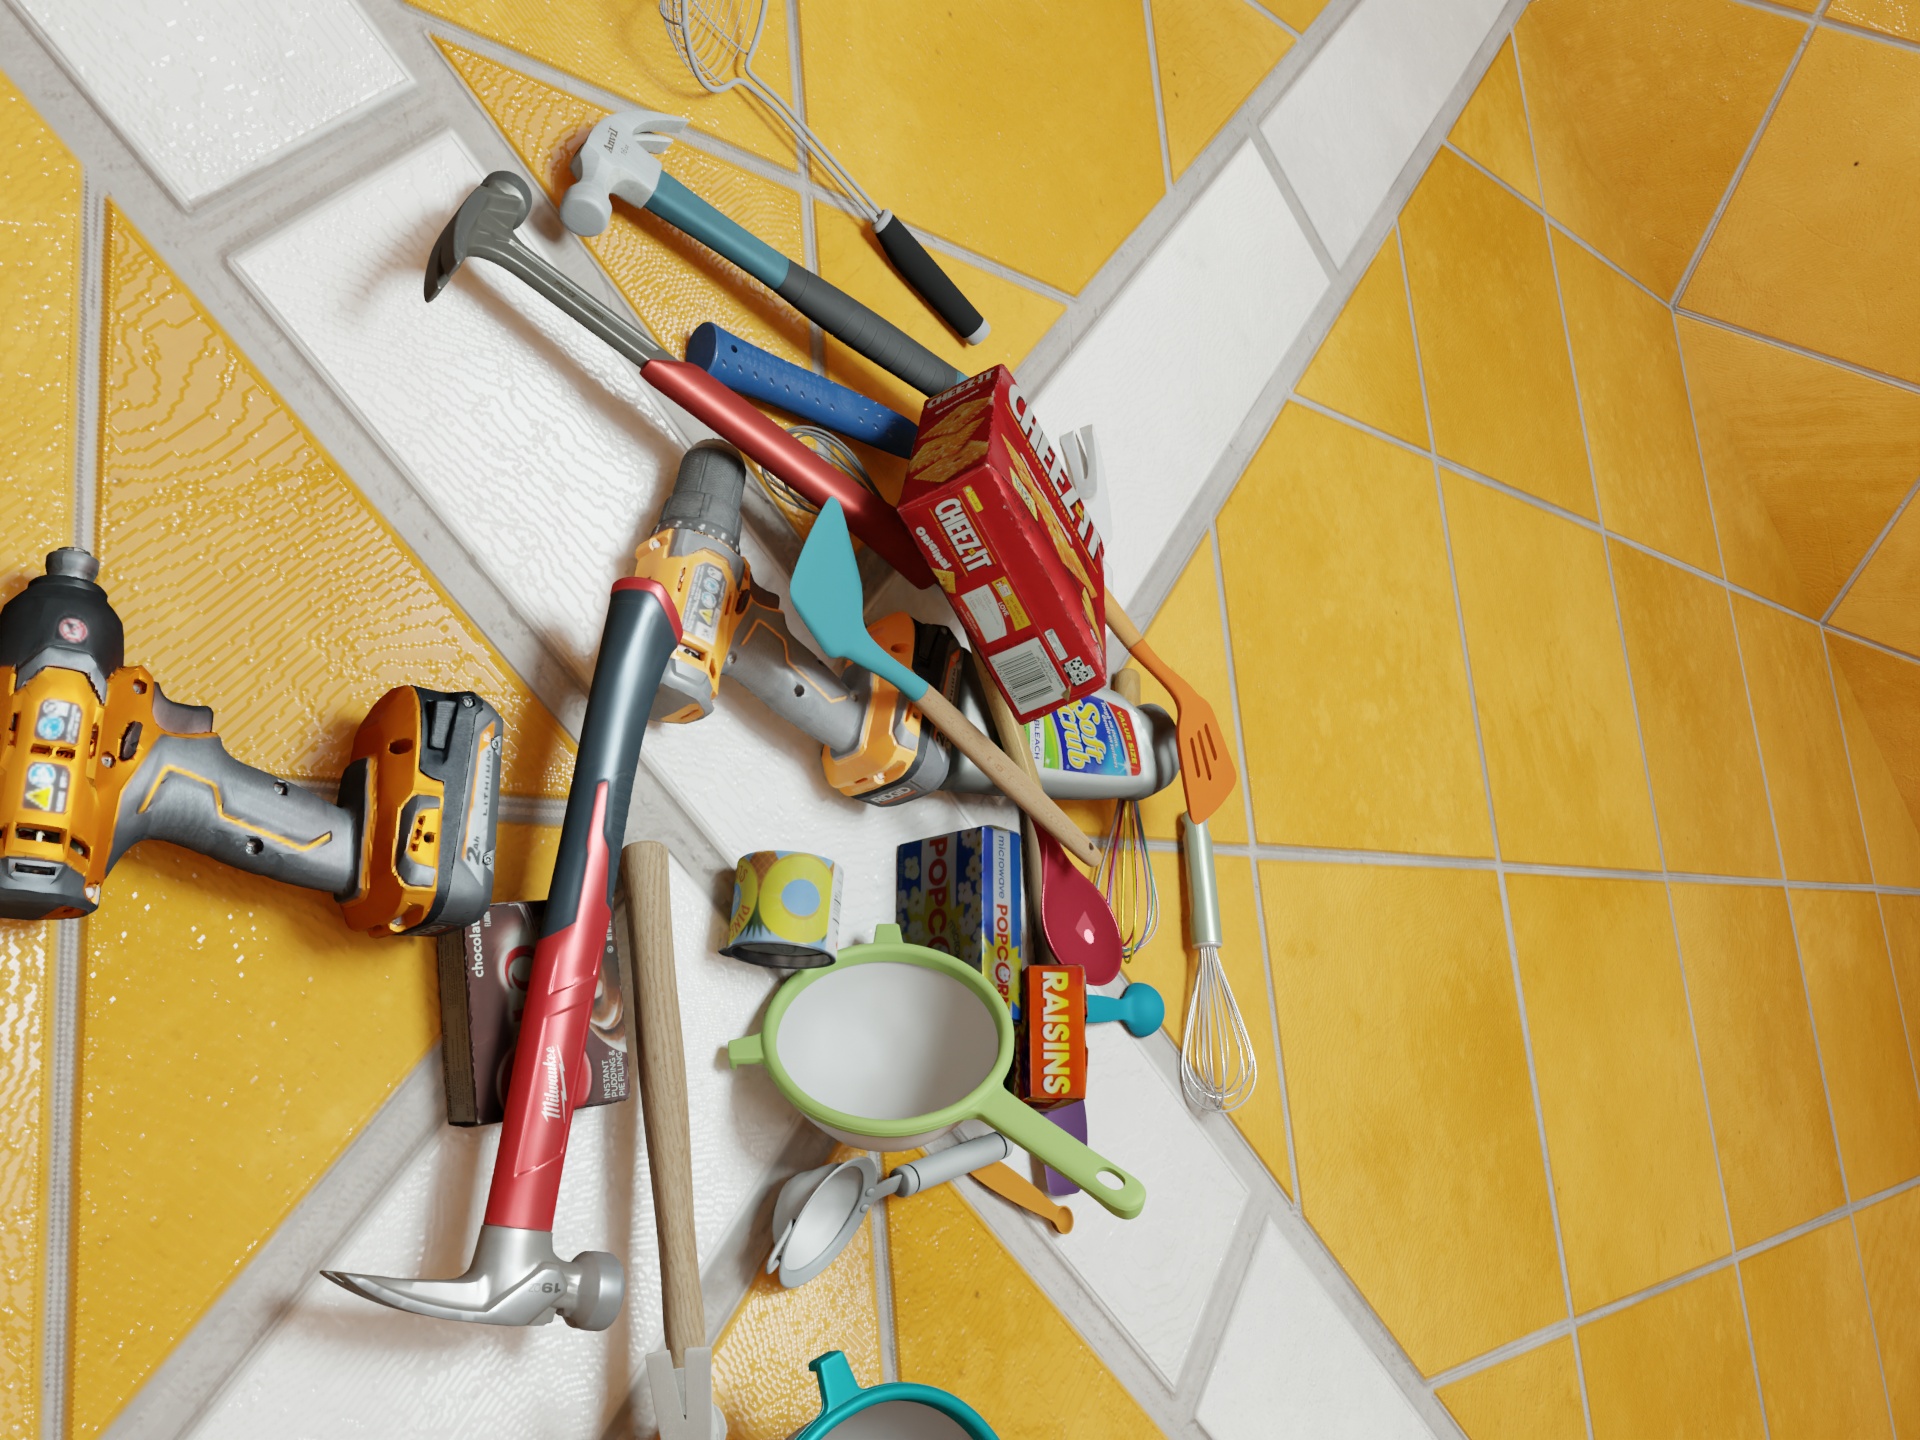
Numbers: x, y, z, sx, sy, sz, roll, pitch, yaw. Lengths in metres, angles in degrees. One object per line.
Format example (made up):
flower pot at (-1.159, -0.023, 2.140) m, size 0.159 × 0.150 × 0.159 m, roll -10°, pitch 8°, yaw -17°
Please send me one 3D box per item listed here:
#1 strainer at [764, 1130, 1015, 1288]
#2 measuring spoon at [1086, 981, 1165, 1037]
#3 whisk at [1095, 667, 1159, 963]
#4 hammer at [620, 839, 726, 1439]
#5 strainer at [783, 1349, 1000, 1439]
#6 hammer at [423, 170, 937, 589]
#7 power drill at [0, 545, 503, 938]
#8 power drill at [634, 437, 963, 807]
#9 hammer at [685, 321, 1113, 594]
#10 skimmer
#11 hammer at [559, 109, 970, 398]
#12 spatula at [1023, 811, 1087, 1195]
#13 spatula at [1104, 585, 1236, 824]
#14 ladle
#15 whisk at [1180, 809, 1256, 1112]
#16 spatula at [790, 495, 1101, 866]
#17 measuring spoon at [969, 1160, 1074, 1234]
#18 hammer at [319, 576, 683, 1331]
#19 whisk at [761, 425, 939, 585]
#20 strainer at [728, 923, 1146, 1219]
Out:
strainer at (-0.042, 0.288, 0.987) m, size 0.258 × 0.050 × 0.087 m, roll -2°, pitch 116°, yaw -51°
measuring spoon at (0.119, 0.214, 1.184) m, size 0.128 × 0.021 × 0.042 m, roll 15°, pitch 67°, yaw -53°
whisk at (0.129, 0.072, 1.245) m, size 0.047 × 0.051 × 0.245 m, roll 46°, pitch 41°, yaw -55°
hammer at (-0.158, 0.226, 0.856) m, size 0.031 × 0.130 × 0.331 m, roll -6°, pitch 71°, yaw -9°
strainer at (-0.083, 0.523, 0.834) m, size 0.210 × 0.095 × 0.341 m, roll 42°, pitch 53°, yaw -27°
hammer at (-0.148, -0.185, 0.955) m, size 0.358 × 0.036 × 0.149 m, roll 35°, pitch 28°, yaw -25°
power drill at (-0.334, 0.017, 0.738) m, size 0.226 × 0.084 × 0.164 m, roll 13°, pitch 68°, yaw -40°
power drill at (-0.105, -0.060, 1.007) m, size 0.226 × 0.084 × 0.185 m, roll 27°, pitch 58°, yaw -34°
hammer at (-0.025, -0.204, 1.165) m, size 0.405 × 0.035 × 0.144 m, roll 16°, pitch 67°, yaw -43°
skimmer at (-0.077, -0.411, 1.131) m, size 0.363 × 0.090 × 0.127 m, roll 43°, pitch 54°, yaw -31°
hammer at (-0.110, -0.291, 1.068) m, size 0.330 × 0.033 × 0.128 m, roll 28°, pitch 47°, yaw -31°
spatula at (0.064, 0.179, 1.151) m, size 0.059 × 0.018 × 0.316 m, roll 13°, pitch 68°, yaw -52°
spatula at (0.108, -0.071, 1.179) m, size 0.322 × 0.041 × 0.081 m, roll 53°, pitch 41°, yaw -1°
ladle at (0.042, 0.032, 1.070) m, size 0.069 × 0.031 × 0.315 m, roll -28°, pitch 103°, yaw -46°
whisk at (0.198, 0.189, 1.276) m, size 0.057 × 0.059 × 0.246 m, roll 67°, pitch 19°, yaw -69°
spatula at (-0.002, -0.003, 0.992) m, size 0.317 × 0.044 × 0.082 m, roll 44°, pitch 46°, yaw -29°
measuring spoon at (0.036, 0.321, 1.087) m, size 0.116 × 0.011 × 0.021 m, roll 40°, pitch 49°, yaw -27°
hammer at (-0.210, 0.101, 0.811) m, size 0.143 × 0.038 × 0.387 m, roll 22°, pitch 65°, yaw -37°
whisk at (-0.050, -0.134, 1.112) m, size 0.238 × 0.055 × 0.055 m, roll 33°, pitch 55°, yaw -41°
strainer at (-0.003, 0.231, 0.939) m, size 0.151 × 0.256 × 0.069 m, roll -35°, pitch 142°, yaw -41°
